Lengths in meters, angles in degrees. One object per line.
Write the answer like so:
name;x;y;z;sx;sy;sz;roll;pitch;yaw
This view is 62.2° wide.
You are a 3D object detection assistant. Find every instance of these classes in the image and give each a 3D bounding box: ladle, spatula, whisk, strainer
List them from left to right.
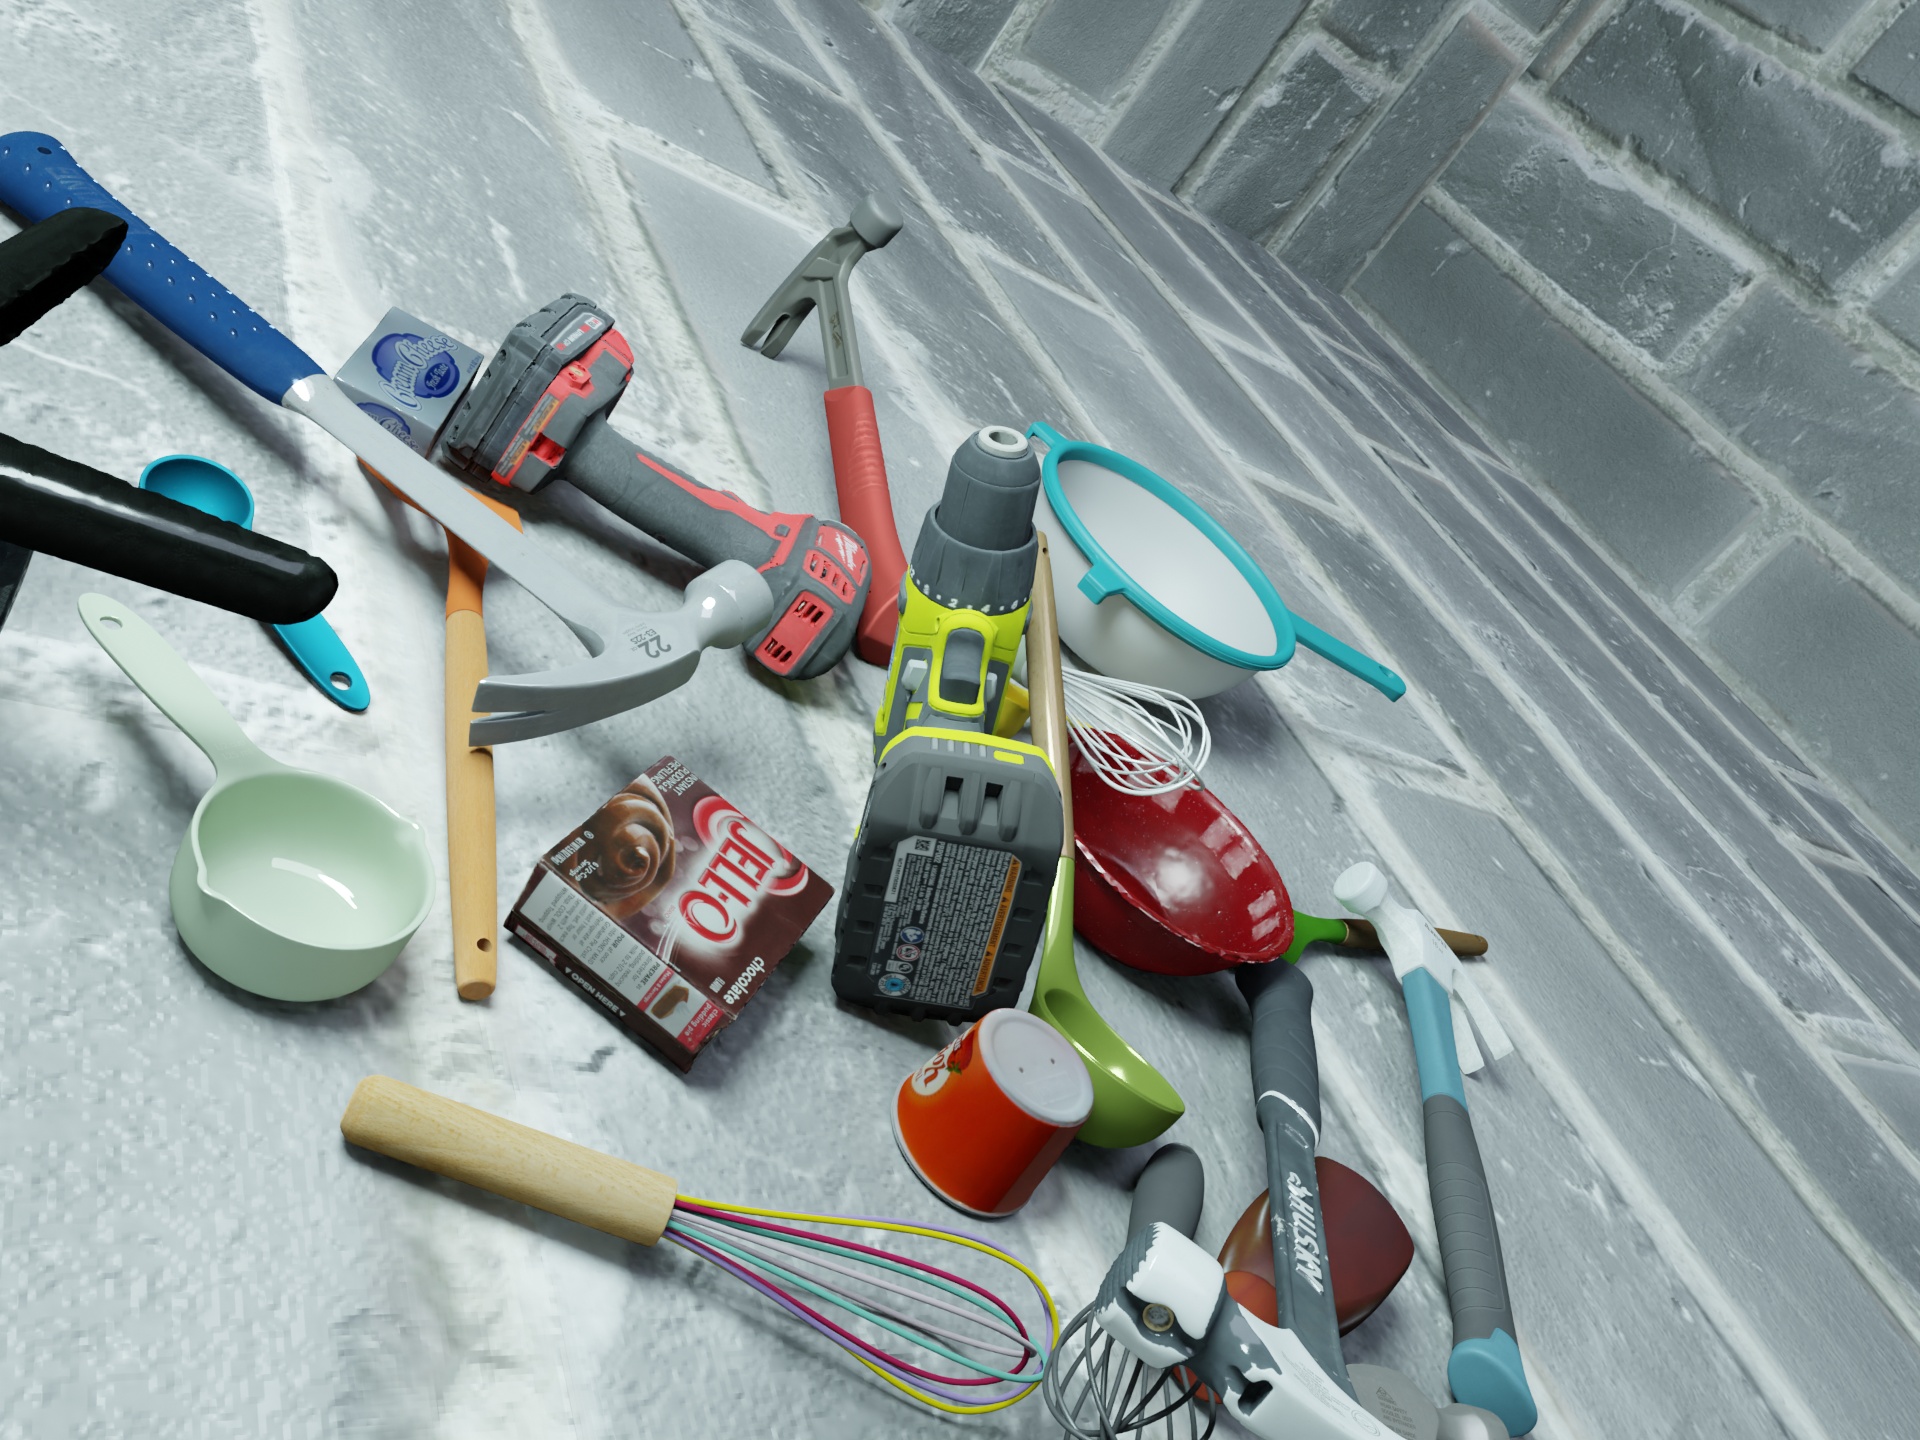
spatula;-0.205;-0.017;0.647;0.081;0.041;0.323;20;35;-34
whisk;-0.075;0.166;0.500;0.245;0.047;0.051;25;17;-16
whisk;0.048;-0.023;0.846;0.247;0.058;0.059;38;-8;49
ladle;0.054;0.038;0.734;0.078;0.062;0.320;33;44;-44
whisk;0.071;0.204;0.578;0.055;0.055;0.239;41;13;5
strainer;0.167;-0.061;1.102;0.340;0.095;0.211;25;32;-29

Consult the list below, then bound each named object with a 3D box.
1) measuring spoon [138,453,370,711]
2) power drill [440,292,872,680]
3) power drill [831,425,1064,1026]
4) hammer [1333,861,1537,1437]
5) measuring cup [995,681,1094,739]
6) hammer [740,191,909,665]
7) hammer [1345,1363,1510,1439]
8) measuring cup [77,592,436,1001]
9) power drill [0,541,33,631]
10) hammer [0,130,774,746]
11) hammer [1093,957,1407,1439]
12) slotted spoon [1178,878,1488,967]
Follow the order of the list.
measuring spoon;-0.275;-0.049;0.621;0.128;0.021;0.042;51;37;5
power drill;-0.141;-0.118;0.825;0.219;0.078;0.143;36;23;-12
power drill;-0.001;-0.002;0.696;0.080;0.190;0.229;10;37;-6
hammer;0.251;0.211;0.820;0.128;0.033;0.331;45;27;-17
measuring cup;0.039;0.000;0.927;0.062;0.029;0.156;42;11;36
hammer;-0.073;-0.174;0.991;0.036;0.149;0.359;23;41;-36
hammer;0.179;0.363;0.508;0.130;0.031;0.332;26;29;-24
measuring cup;-0.242;0.024;0.517;0.168;0.038;0.083;44;27;15
power drill;-0.346;-0.014;0.405;0.185;0.084;0.226;38;30;-5
hammer;-0.275;-0.133;0.674;0.406;0.035;0.144;37;42;13
hammer;0.139;0.174;0.647;0.149;0.036;0.409;36;13;3
slotted spoon;0.242;0.128;0.969;0.313;0.031;0.070;12;38;-44
